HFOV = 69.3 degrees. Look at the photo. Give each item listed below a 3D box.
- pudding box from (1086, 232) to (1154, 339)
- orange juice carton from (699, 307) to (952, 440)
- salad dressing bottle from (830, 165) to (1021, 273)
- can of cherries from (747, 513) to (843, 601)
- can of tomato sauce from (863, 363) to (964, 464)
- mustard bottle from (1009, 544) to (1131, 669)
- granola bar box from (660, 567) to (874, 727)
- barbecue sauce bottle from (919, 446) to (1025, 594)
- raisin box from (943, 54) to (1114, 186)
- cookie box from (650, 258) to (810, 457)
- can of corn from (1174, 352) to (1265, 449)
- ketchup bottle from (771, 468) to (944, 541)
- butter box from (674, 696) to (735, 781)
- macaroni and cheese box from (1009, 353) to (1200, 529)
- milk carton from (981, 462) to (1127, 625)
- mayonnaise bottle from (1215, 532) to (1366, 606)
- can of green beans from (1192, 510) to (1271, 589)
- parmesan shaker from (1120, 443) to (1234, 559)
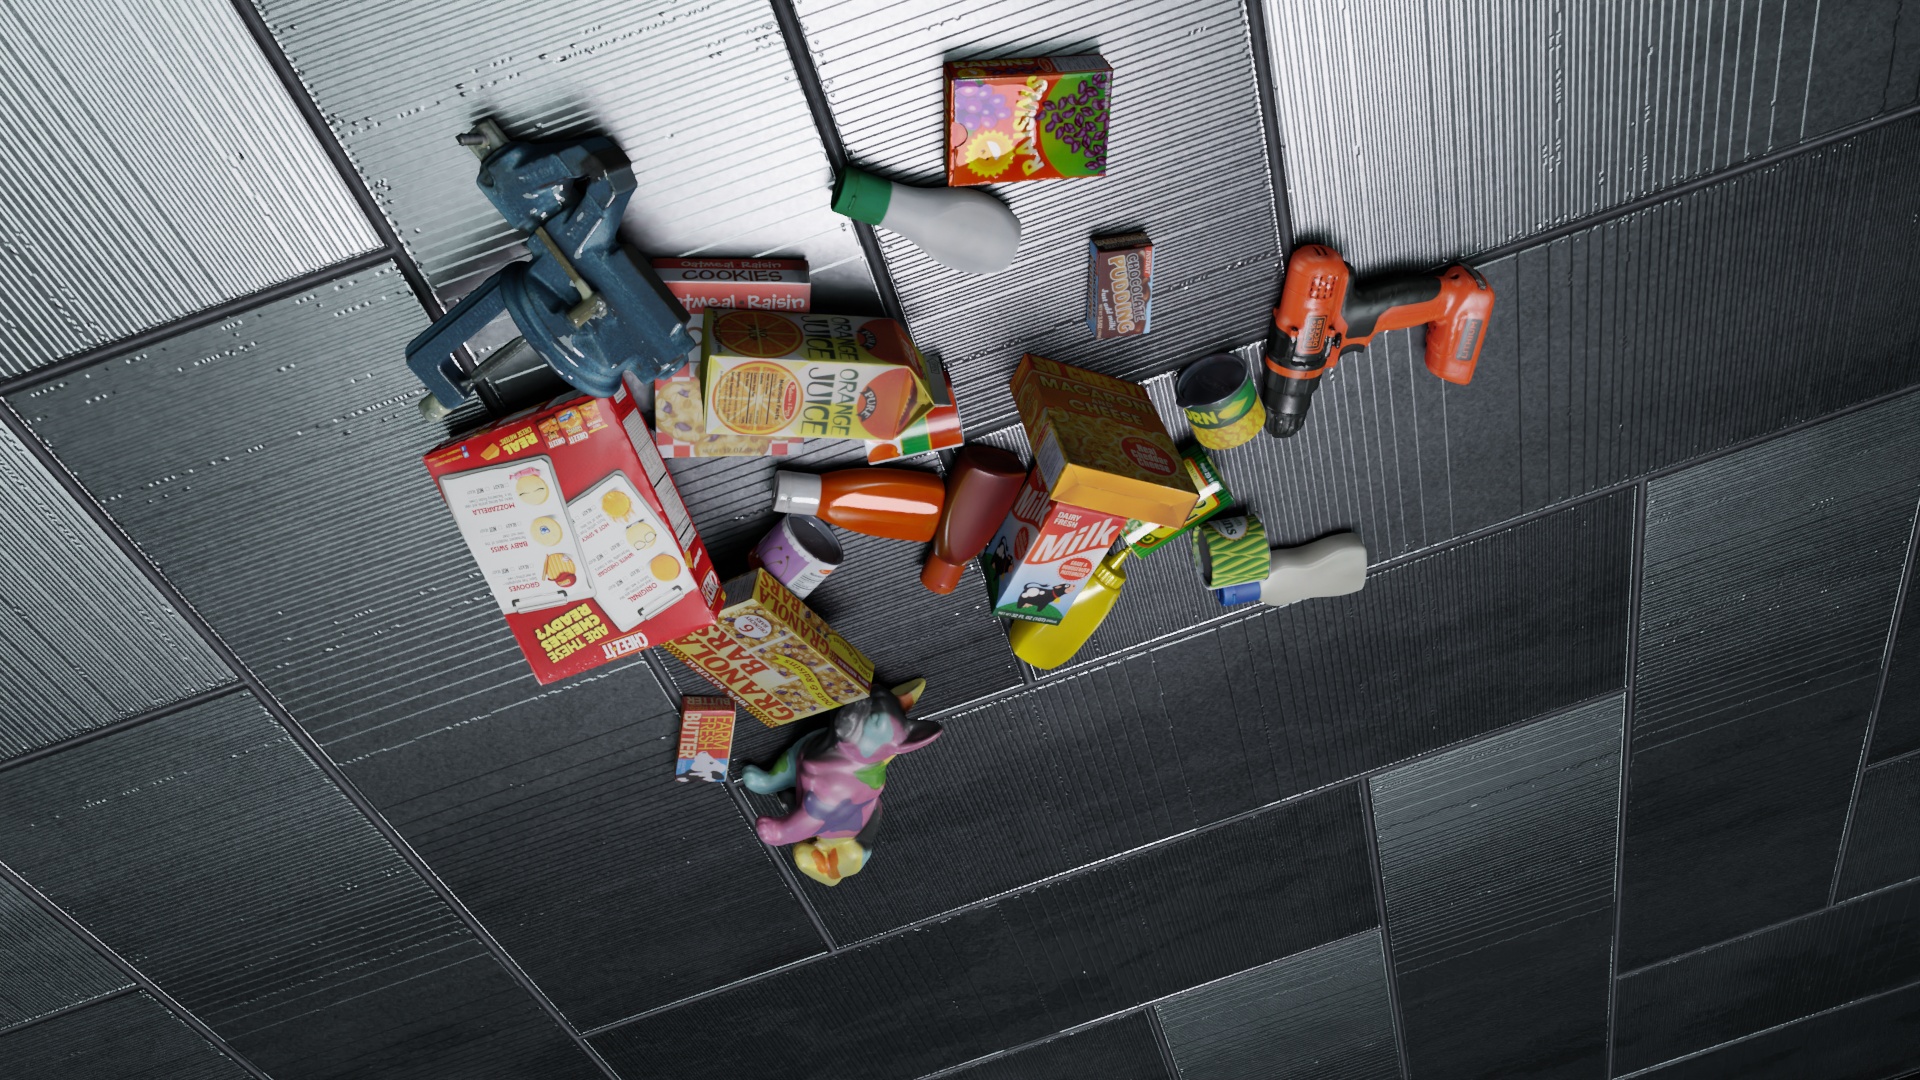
[{"bbox_3d":[0.134,-0.212,1.160,0.050,0.030,0.083,-8,129,-8],"label":"pudding box"},{"bbox_3d":[-0.105,-0.129,1.090,0.193,0.072,0.072,1,129,-16],"label":"orange juice carton"},{"bbox_3d":[-0.027,-0.252,1.083,0.148,0.044,0.064,14,125,-22],"label":"salad dressing bottle"},{"bbox_3d":[-0.150,0.012,1.251,0.071,0.072,0.058,32,116,-32],"label":"can of cherries"},{"bbox_3d":[-0.044,-0.106,1.179,0.083,0.071,0.070,-13,130,-3],"label":"can of tomato sauce"},{"bbox_3d":[0.117,0.058,1.359,0.065,0.049,0.159,29,116,-30],"label":"mustard bottle"},{"bbox_3d":[-0.177,0.100,1.262,0.124,0.039,0.165,-21,132,29],"label":"granola bar box"},{"bbox_3d":[0.005,-0.016,1.277,0.065,0.044,0.147,7,127,-27],"label":"barbecue sauce bottle"},{"bbox_3d":[0.050,-0.317,1.051,0.123,0.040,0.085,-6,130,-8],"label":"raisin box"},{"bbox_3d":[-0.187,-0.147,1.130,0.123,0.040,0.166,-2,129,-12],"label":"cookie box"},{"bbox_3d":[0.229,-0.121,1.231,0.071,0.071,0.058,-27,130,8],"label":"can of corn"},{"bbox_3d":[-0.092,-0.036,1.238,0.149,0.044,0.064,6,123,-18],"label":"ketchup bottle"},{"bbox_3d":[-0.257,0.200,1.398,0.053,0.024,0.103,2,128,-16],"label":"butter box"},{"bbox_3d":[0.117,-0.085,1.169,0.124,0.167,0.040,13,124,-22],"label":"macaroni and cheese box"},{"bbox_3d":[0.091,-0.013,1.265,0.072,0.074,0.189,11,133,-21],"label":"milk carton"},{"bbox_3d":[0.332,0.034,1.398,0.148,0.041,0.064,-11,128,-4],"label":"mayonnaise bottle"},{"bbox_3d":[0.262,0.011,1.345,0.058,0.071,0.071,-9,129,-5],"label":"can of green beans"},{"bbox_3d":[0.193,-0.039,1.291,0.103,0.071,0.071,-33,128,12],"label":"parmesan shaker"}]
